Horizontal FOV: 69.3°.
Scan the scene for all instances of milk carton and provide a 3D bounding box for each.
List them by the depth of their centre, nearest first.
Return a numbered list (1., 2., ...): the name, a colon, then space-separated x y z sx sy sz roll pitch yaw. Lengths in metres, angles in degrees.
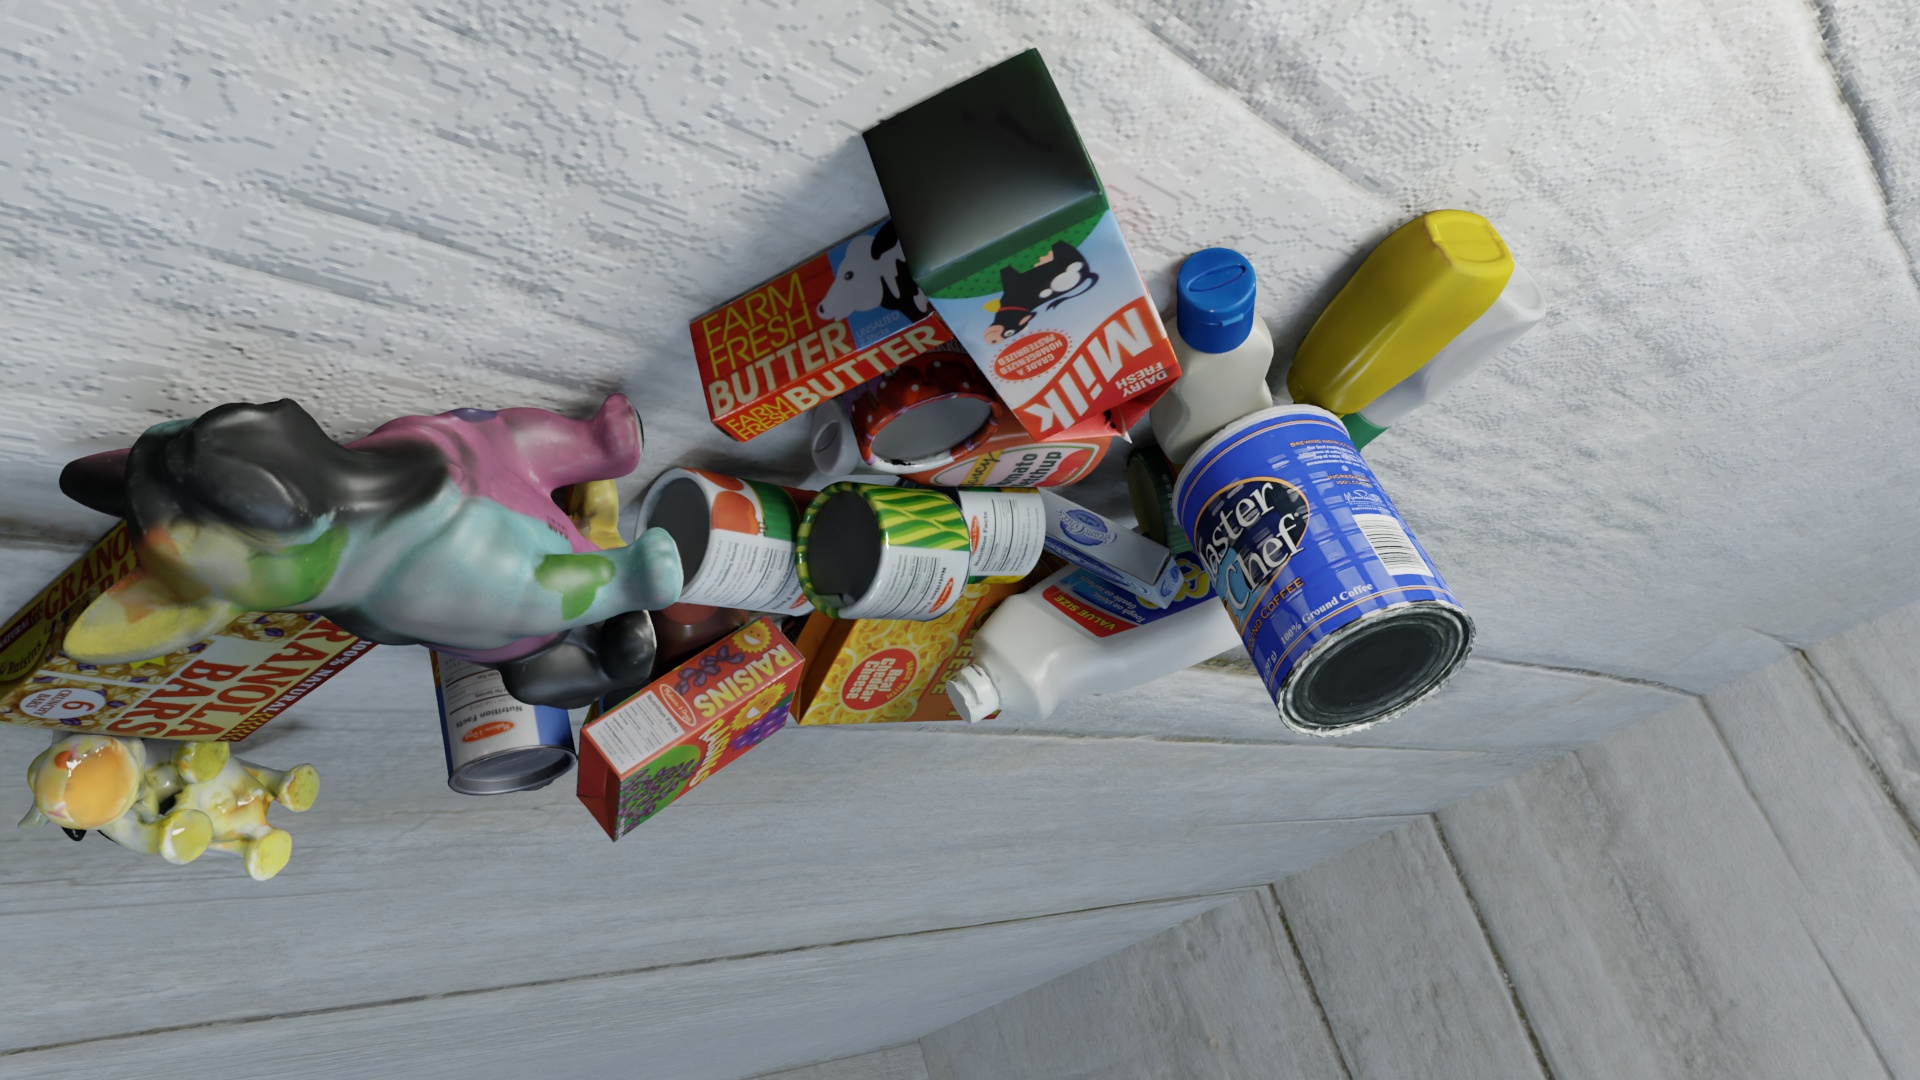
1. milk carton: 0.036 -0.103 0.569 0.073 0.072 0.190 -24 156 11

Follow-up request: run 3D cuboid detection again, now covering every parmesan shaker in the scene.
1. parmesan shaker: 0.157 -0.031 0.810 0.103 0.071 0.071 -16 156 -7

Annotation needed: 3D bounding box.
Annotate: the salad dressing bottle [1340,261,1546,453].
1. salad dressing bottle: 0.254 -0.098 0.775 0.064 0.044 0.147 -16 160 -40

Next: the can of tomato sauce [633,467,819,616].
1. can of tomato sauce: -0.111 0.000 0.694 0.071 0.071 0.083 -36 150 33

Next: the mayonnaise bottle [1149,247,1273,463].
1. mayonnaise bottle: 0.127 -0.091 0.701 0.065 0.041 0.147 -21 155 -1

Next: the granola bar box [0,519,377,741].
1. granola bar box: -0.345 0.040 0.638 0.165 0.039 0.124 -30 154 25

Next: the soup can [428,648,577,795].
1. soup can: -0.248 0.088 0.755 0.071 0.084 0.071 -15 156 -7

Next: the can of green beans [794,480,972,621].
1. can of green beans: -0.038 0.006 0.671 0.058 0.071 0.071 6 146 -46

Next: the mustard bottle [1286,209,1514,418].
1. mustard bottle: 0.212 -0.105 0.722 0.065 0.049 0.159 -6 154 -30

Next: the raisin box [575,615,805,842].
1. raisin box: -0.150 0.103 0.771 0.124 0.040 0.085 -33 159 -32

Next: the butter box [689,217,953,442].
1. butter box: -0.058 -0.085 0.563 0.103 0.053 0.024 -25 153 13

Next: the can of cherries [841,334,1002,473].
1. can of cherries: -0.020 -0.071 0.613 0.071 0.058 0.071 -15 156 -7

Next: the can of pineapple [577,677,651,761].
1. can of pineapple: -0.200 0.114 0.865 0.071 0.071 0.057 -5 152 -28

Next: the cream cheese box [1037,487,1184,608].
1. cream cheese box: 0.076 0.002 0.800 0.024 0.104 0.053 -60 156 -7

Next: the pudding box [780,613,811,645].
1. pudding box: -0.066 0.057 0.888 0.084 0.030 0.049 6 147 -43

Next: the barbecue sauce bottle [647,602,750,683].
1. barbecue sauce bottle: -0.151 0.046 0.786 0.065 0.044 0.147 -21 157 -16

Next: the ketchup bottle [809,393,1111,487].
1. ketchup bottle: -0.001 -0.051 0.689 0.149 0.043 0.064 -2 157 -32

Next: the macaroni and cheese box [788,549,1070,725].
1. macaroni and cheese box: -0.016 0.057 0.859 0.167 0.040 0.123 6 123 -43

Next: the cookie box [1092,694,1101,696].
1. cookie box: 0.110 0.064 1.017 0.122 0.040 0.167 -30 154 23

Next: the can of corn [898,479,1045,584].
1. can of corn: 0.003 -0.009 0.756 0.058 0.071 0.071 0 150 -37
